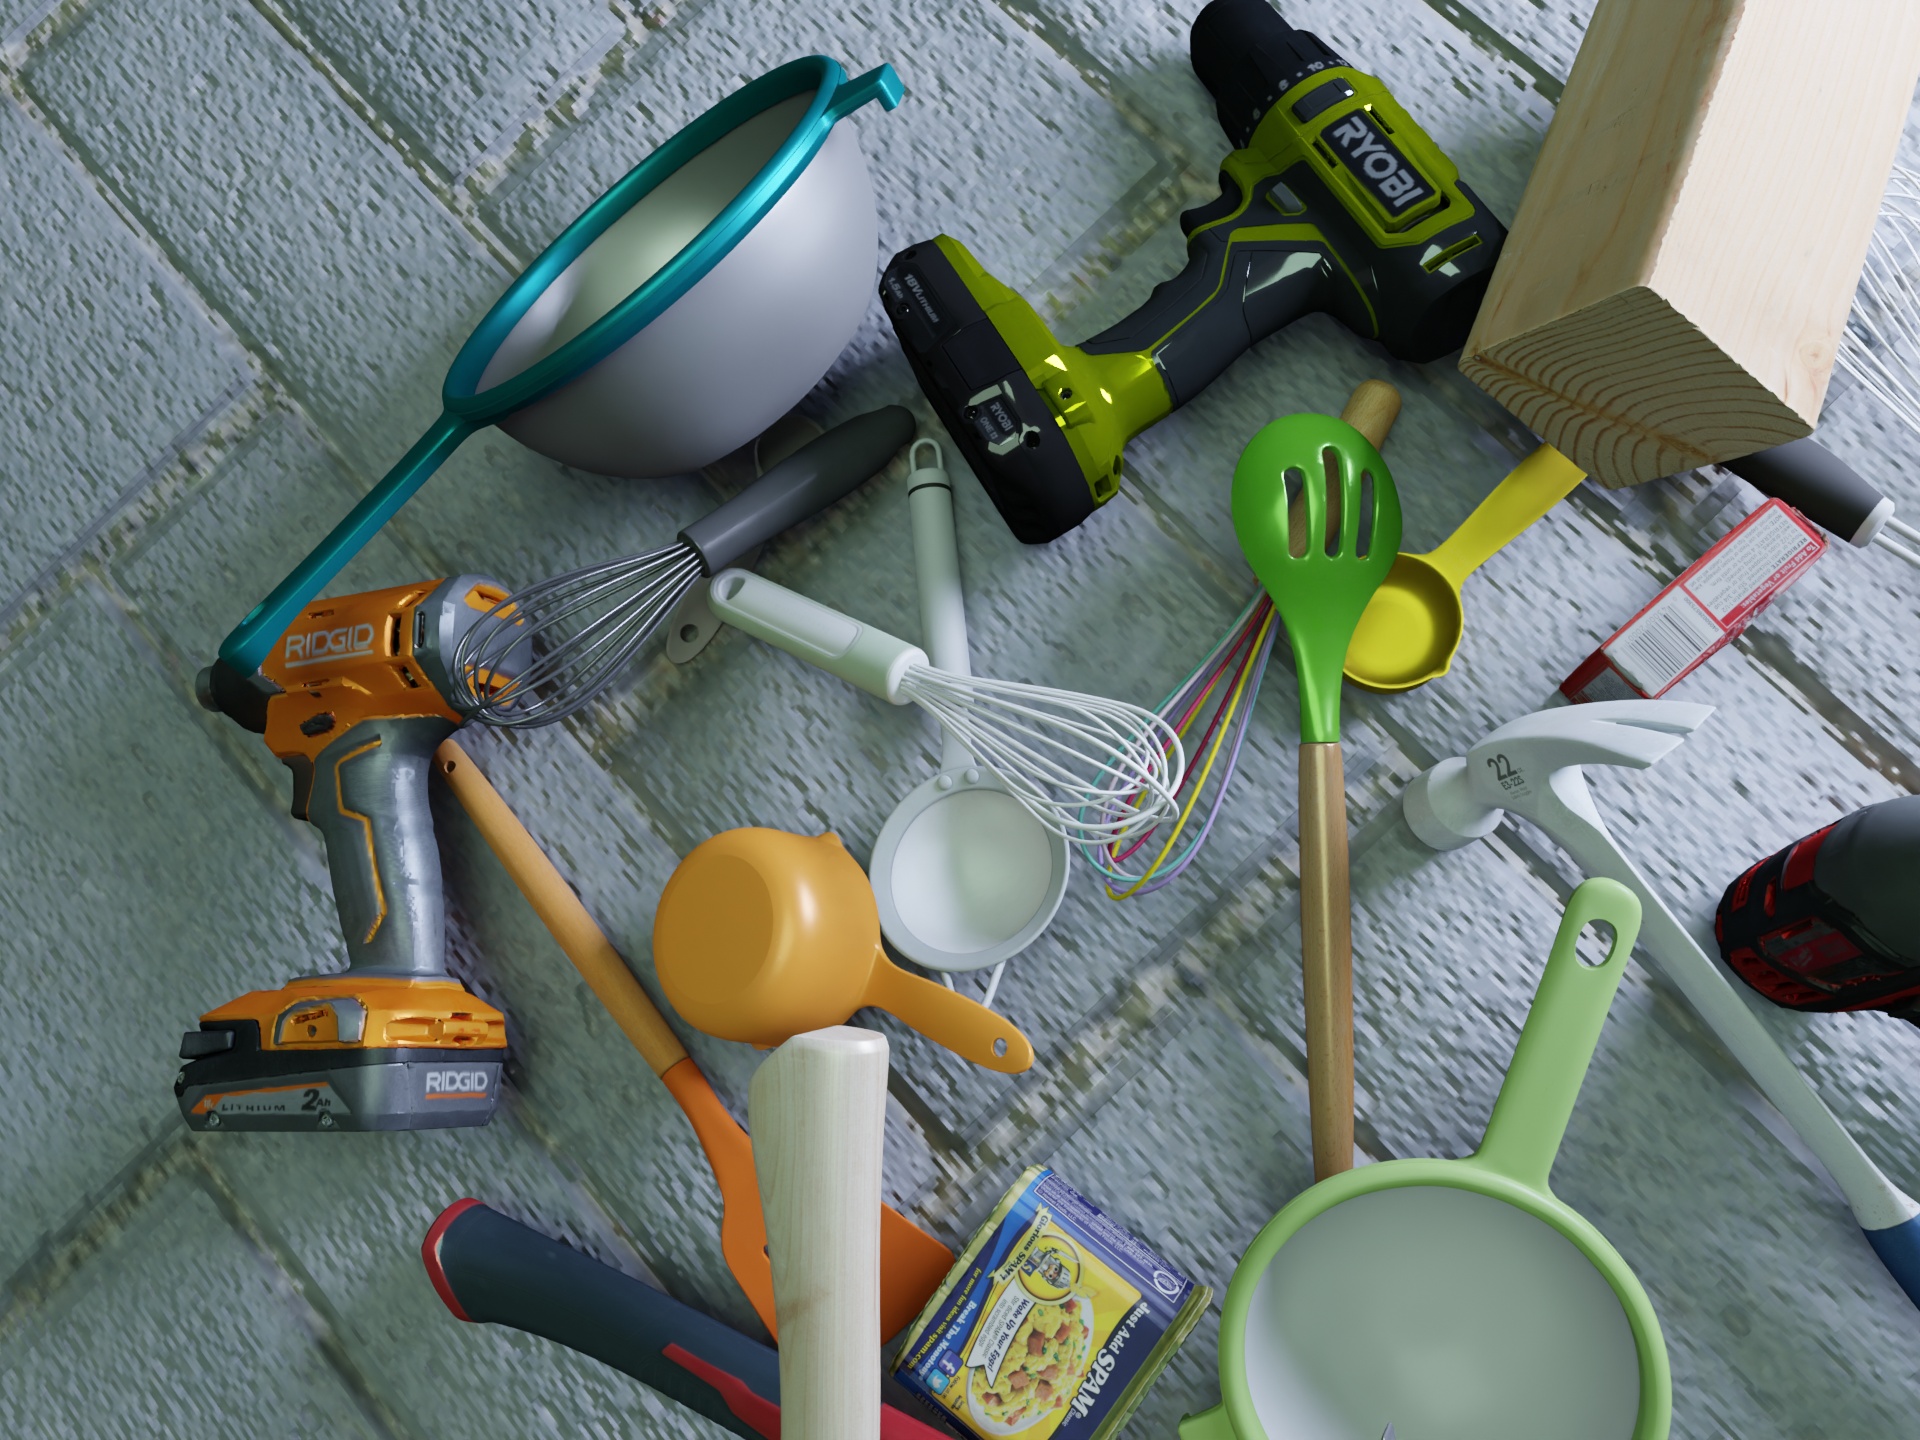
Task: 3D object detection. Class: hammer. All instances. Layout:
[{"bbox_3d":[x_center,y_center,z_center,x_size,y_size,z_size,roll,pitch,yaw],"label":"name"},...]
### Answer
[{"bbox_3d":[0.318,0.163,0.550,0.035,0.144,0.405,-34,82,-20],"label":"hammer"},{"bbox_3d":[-0.039,0.313,0.536,0.146,0.038,0.411,1,88,26],"label":"hammer"},{"bbox_3d":[-0.039,0.248,0.581,0.386,0.038,0.143,17,97,24],"label":"hammer"}]

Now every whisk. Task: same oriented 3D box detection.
[{"bbox_3d":[-0.110,-0.068,0.664,0.239,0.055,0.055,-37,75,-22],"label":"whisk"},{"bbox_3d":[-0.015,-0.015,0.631,0.246,0.059,0.058,26,73,34],"label":"whisk"},{"bbox_3d":[0.117,-0.035,0.655,0.051,0.047,0.245,27,81,15],"label":"whisk"},{"bbox_3d":[0.401,-0.094,0.610,0.070,0.070,0.285,-27,81,4],"label":"whisk"}]

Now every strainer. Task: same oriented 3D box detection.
[{"bbox_3d":[0.187,0.175,0.572,0.151,0.069,0.256,19,96,12],"label":"strainer"},{"bbox_3d":[-0.150,-0.124,0.657,0.340,0.211,0.095,-48,121,-7],"label":"strainer"},{"bbox_3d":[-0.001,-0.002,0.668,0.087,0.050,0.259,-11,72,17],"label":"strainer"}]

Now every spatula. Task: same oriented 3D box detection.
[{"bbox_3d":[-0.132,0.129,0.676,0.081,0.041,0.323,-41,72,1],"label":"spatula"}]

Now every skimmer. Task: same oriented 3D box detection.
[{"bbox_3d":[0.369,-0.023,0.569,0.090,0.127,0.363,-36,63,-25],"label":"skimmer"}]

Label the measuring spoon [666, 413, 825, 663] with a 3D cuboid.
[{"bbox_3d":[-0.098,-0.081,0.712,0.034,0.018,0.124,30,92,-15],"label":"measuring spoon"}]

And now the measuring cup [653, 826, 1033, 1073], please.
[{"bbox_3d":[-0.051,0.098,0.617,0.174,0.052,0.095,19,89,38],"label":"measuring cup"}]

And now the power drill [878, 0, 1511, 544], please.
[{"bbox_3d":[0.087,-0.195,0.667,0.228,0.080,0.191,-30,66,1],"label":"power drill"}]

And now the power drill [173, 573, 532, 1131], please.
[{"bbox_3d":[-0.266,0.057,0.676,0.164,0.084,0.227,-6,77,23],"label":"power drill"}]

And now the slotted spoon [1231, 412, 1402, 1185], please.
[{"bbox_3d":[0.143,0.034,0.619,0.070,0.031,0.314,-1,90,-9],"label":"slotted spoon"}]

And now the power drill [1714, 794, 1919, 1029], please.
[{"bbox_3d":[0.377,0.111,0.528,0.220,0.143,0.078,41,73,12],"label":"power drill"}]

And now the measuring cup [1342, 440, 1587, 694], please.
[{"bbox_3d":[0.211,-0.071,0.651,0.156,0.029,0.062,-42,76,-2],"label":"measuring cup"}]
